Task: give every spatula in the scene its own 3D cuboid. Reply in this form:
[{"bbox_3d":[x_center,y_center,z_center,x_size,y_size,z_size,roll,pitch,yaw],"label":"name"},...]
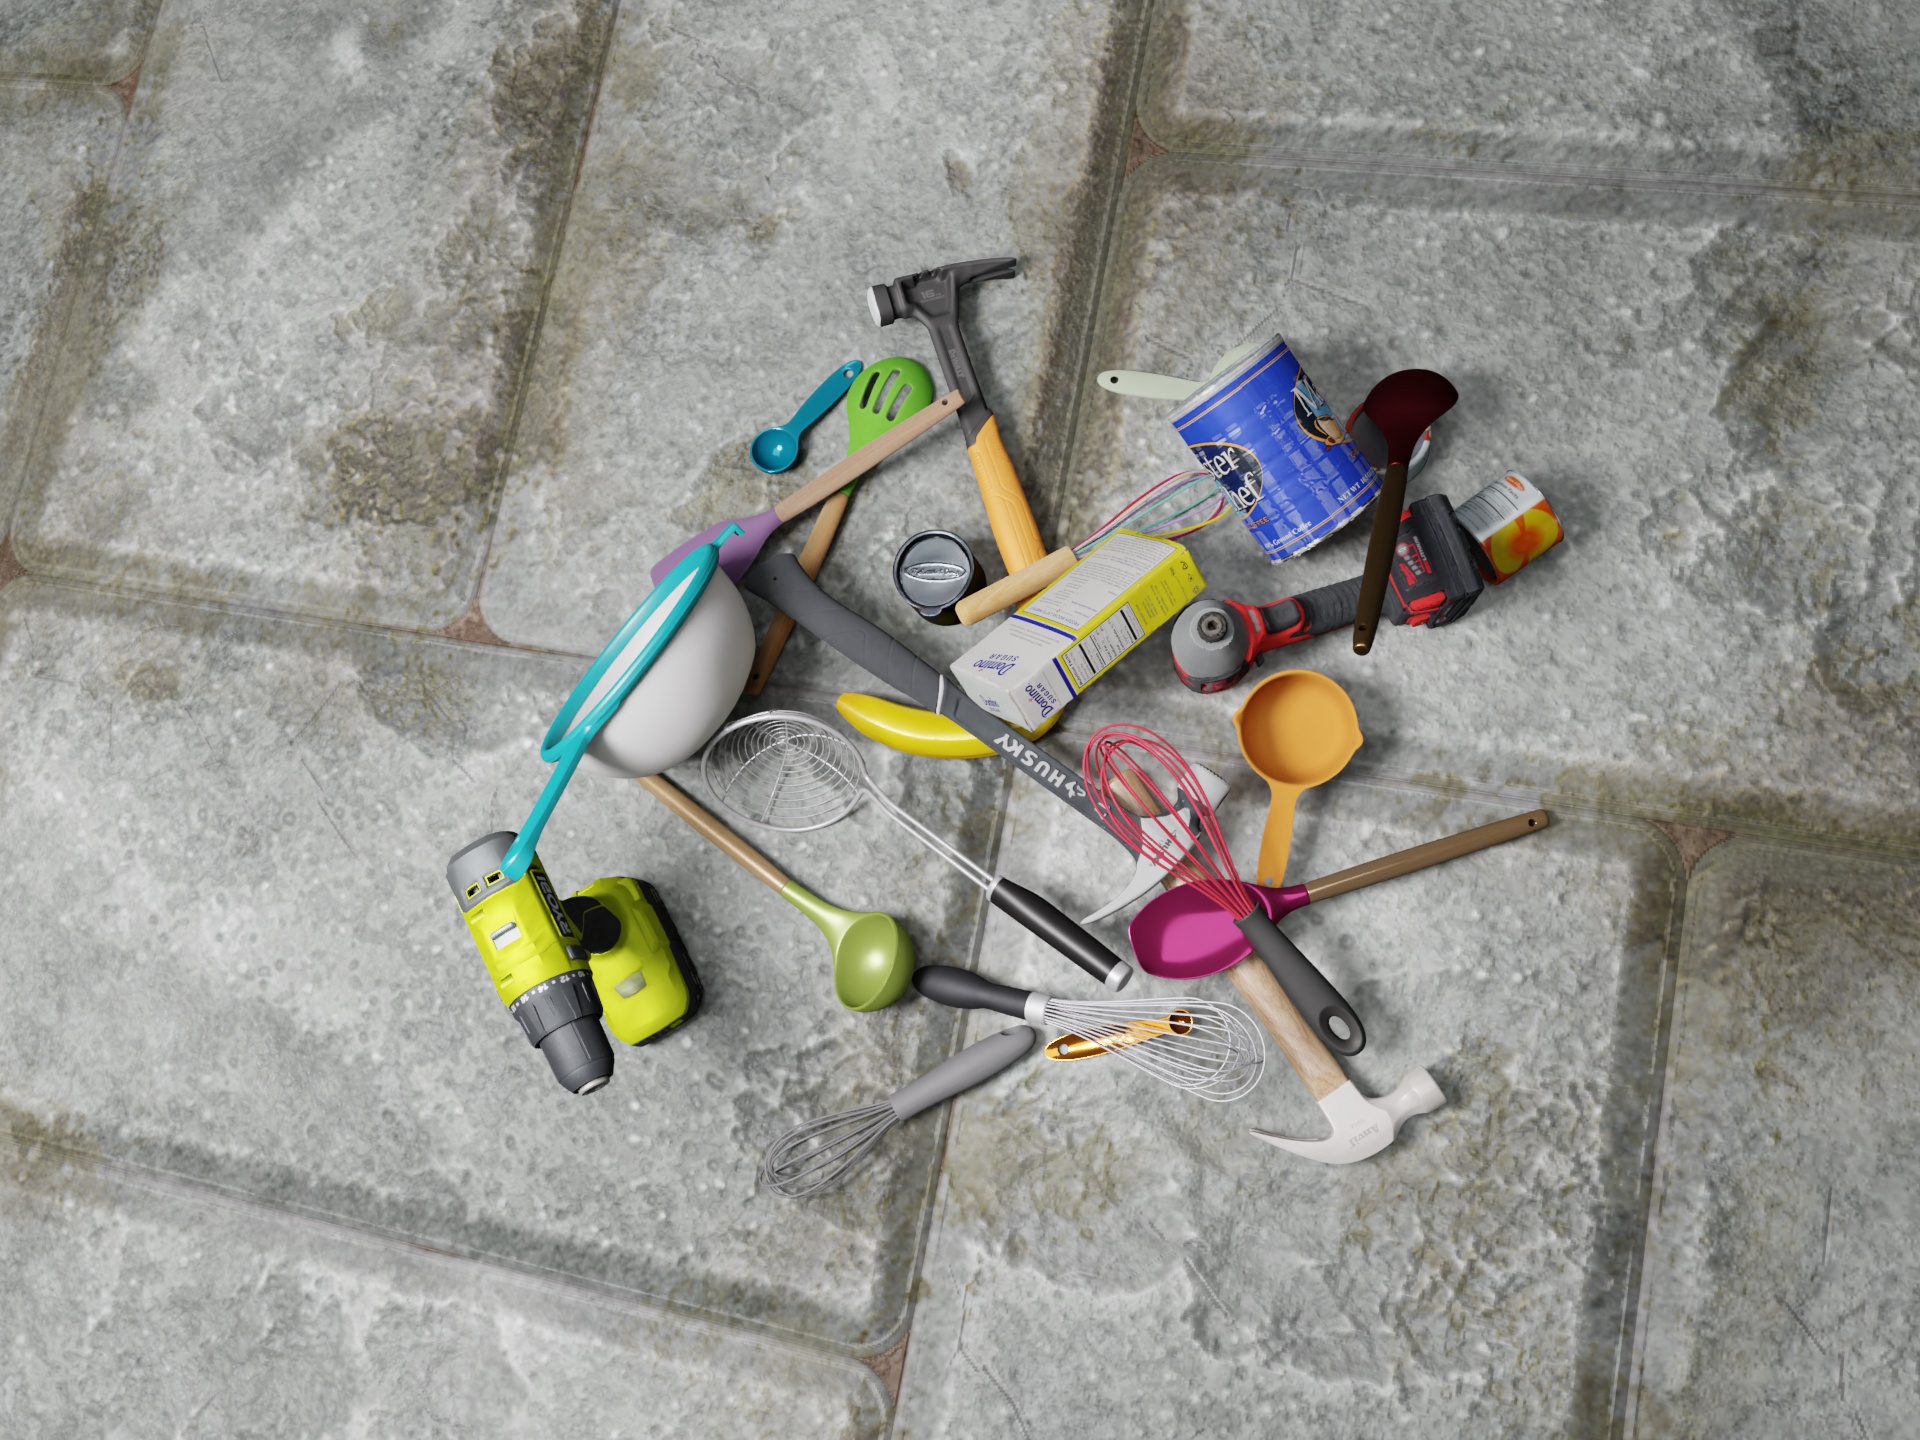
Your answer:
[{"bbox_3d":[-0.127,-0.181,1.307,0.316,0.018,0.060,-31,75,18],"label":"spatula"}]

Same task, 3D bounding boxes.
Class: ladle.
[{"bbox_3d":[-0.164,0.118,1.266,0.320,0.062,0.078,35,99,19],"label":"ladle"},{"bbox_3d":[0.302,-0.158,1.116,0.069,0.031,0.316,1,46,24],"label":"ladle"}]

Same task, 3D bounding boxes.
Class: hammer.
[{"bbox_3d":[0.206,0.179,1.185,0.130,0.031,0.331,-36,74,3],"label":"hammer"},{"bbox_3d":[0.031,-0.216,1.291,0.127,0.034,0.337,-16,79,-7],"label":"hammer"},{"bbox_3d":[-0.002,-0.004,1.225,0.409,0.036,0.149,35,91,14],"label":"hammer"}]

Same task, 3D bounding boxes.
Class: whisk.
[{"bbox_3d":[0.190,0.122,1.130,0.073,0.073,0.296,-39,91,2],"label":"whisk"},{"bbox_3d":[0.088,0.221,1.174,0.285,0.070,0.070,8,81,28],"label":"whisk"},{"bbox_3d":[0.109,-0.135,1.240,0.245,0.051,0.047,-27,87,-6],"label":"whisk"},{"bbox_3d":[-0.048,0.295,1.211,0.239,0.055,0.055,-30,75,2],"label":"whisk"}]

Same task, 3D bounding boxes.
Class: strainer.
[{"bbox_3d":[-0.239,0.012,1.192,0.095,0.341,0.211,38,129,-19],"label":"strainer"}]

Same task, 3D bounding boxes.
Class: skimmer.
[{"bbox_3d":[-0.038,0.108,1.198,0.363,0.127,0.090,34,46,24],"label":"skimmer"}]

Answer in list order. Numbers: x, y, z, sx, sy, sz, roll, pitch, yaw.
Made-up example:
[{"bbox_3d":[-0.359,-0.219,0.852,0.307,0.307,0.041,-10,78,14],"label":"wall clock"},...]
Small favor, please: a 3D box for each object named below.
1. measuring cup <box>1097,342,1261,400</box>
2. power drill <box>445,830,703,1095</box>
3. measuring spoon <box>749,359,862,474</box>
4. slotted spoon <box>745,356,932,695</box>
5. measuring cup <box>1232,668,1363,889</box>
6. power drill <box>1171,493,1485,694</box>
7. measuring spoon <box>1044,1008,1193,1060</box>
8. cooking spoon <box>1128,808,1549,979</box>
[{"bbox_3d":[0.191,-0.270,1.271,0.167,0.038,0.083,9,81,12],"label":"measuring cup"},{"bbox_3d":[-0.277,0.186,1.185,0.080,0.228,0.191,-31,75,5],"label":"power drill"},{"bbox_3d":[-0.127,-0.257,1.354,0.042,0.021,0.128,39,80,17],"label":"measuring spoon"},{"bbox_3d":[-0.108,-0.165,1.324,0.070,0.031,0.314,24,86,12],"label":"slotted spoon"},{"bbox_3d":[0.246,0.048,1.196,0.095,0.052,0.173,11,94,12],"label":"measuring cup"},{"bbox_3d":[0.260,-0.084,1.169,0.219,0.143,0.078,-20,79,5],"label":"power drill"},{"bbox_3d":[0.120,0.239,1.205,0.117,0.011,0.021,-16,78,12],"label":"measuring spoon"},{"bbox_3d":[0.278,0.119,1.166,0.319,0.017,0.069,-18,82,0],"label":"cooking spoon"}]
